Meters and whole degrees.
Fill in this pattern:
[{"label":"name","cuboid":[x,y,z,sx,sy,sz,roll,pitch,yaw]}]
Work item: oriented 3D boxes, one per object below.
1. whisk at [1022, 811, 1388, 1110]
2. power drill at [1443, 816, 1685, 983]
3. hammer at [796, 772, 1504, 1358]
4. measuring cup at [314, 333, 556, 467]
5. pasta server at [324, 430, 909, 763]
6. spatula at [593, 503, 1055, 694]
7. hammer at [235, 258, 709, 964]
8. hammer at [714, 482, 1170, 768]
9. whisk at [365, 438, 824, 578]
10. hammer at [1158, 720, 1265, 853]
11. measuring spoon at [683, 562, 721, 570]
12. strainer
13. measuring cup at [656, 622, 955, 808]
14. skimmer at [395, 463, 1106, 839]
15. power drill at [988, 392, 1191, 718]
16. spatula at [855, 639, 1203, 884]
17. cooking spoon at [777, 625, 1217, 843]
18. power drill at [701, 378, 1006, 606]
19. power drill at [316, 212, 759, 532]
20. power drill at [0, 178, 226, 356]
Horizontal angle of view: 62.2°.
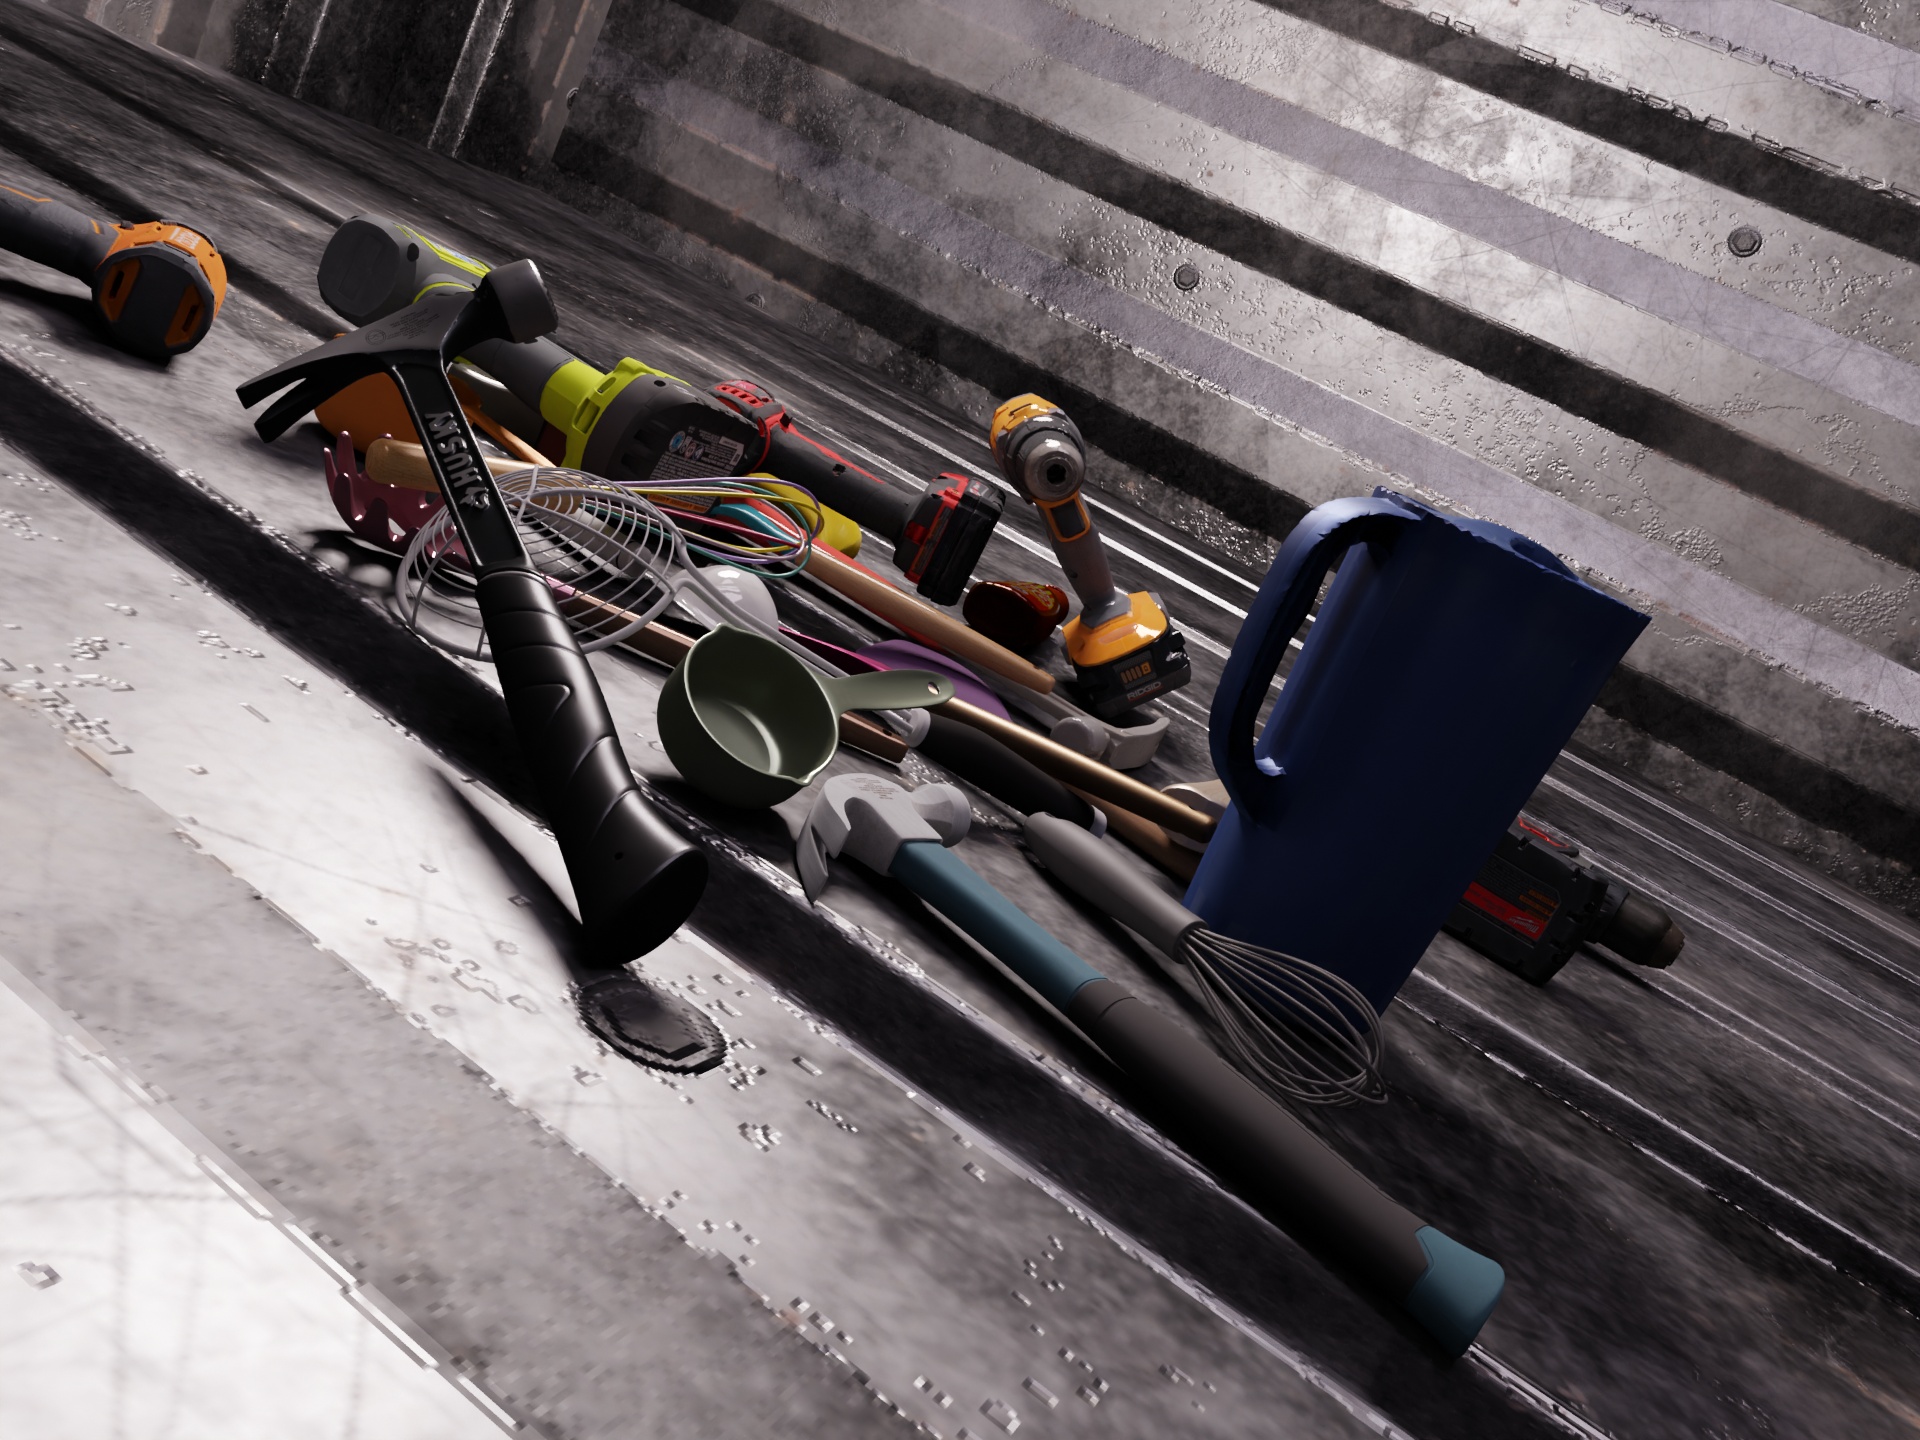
[{"label":"whisk","cuboid":[0.100,0.099,0.712,0.055,0.055,0.239,14,15,-41]},{"label":"power drill","cuboid":[0.409,0.121,1.108,0.188,0.080,0.226,33,13,22]},{"label":"hammer","cuboid":[0.060,0.114,0.604,0.331,0.033,0.128,36,16,33]},{"label":"measuring cup","cuboid":[-0.296,-0.159,0.915,0.174,0.052,0.095,35,15,15]},{"label":"pasta server","cuboid":[-0.166,-0.054,0.794,0.316,0.040,0.060,25,29,-10]},{"label":"spatula","cuboid":[-0.084,-0.085,1.016,0.317,0.044,0.082,28,15,13]},{"label":"hammer","cuboid":[-0.187,-0.061,0.630,0.149,0.036,0.409,-24,48,-11]},{"label":"hammer","cuboid":[-0.026,-0.070,1.095,0.359,0.036,0.149,33,15,22]},{"label":"whisk","cuboid":[-0.177,-0.109,0.809,0.244,0.051,0.047,5,0,-36]},{"label":"hammer","cuboid":[0.194,0.044,1.039,0.146,0.038,0.410,30,12,22]},{"label":"measuring spoon","cuboid":[-0.152,-0.083,0.979,0.034,0.018,0.124,27,7,-6]},{"label":"strainer","cuboid":[-0.179,-0.090,0.900,0.259,0.050,0.086,30,-1,28]},{"label":"measuring cup","cuboid":[-0.065,-0.002,0.713,0.167,0.038,0.083,-8,62,-51]},{"label":"skimmer","cuboid":[-0.087,-0.010,0.774,0.363,0.090,0.127,31,35,-26]},{"label":"power drill","cuboid":[0.088,-0.118,1.133,0.185,0.084,0.226,-102,168,-72]},{"label":"spatula","cuboid":[0.057,0.028,0.925,0.059,0.018,0.316,-16,42,-43]},{"label":"cooking spoon","cuboid":[-0.001,-0.003,0.868,0.319,0.017,0.068,25,4,29]},{"label":"power drill","cuboid":[-0.083,-0.168,1.102,0.219,0.078,0.143,26,14,-4]},{"label":"power drill","cuboid":[-0.238,-0.204,0.939,0.228,0.080,0.190,34,9,13]},{"label":"power drill","cuboid":[-0.537,-0.290,0.906,0.226,0.084,0.164,24,13,-27]}]
